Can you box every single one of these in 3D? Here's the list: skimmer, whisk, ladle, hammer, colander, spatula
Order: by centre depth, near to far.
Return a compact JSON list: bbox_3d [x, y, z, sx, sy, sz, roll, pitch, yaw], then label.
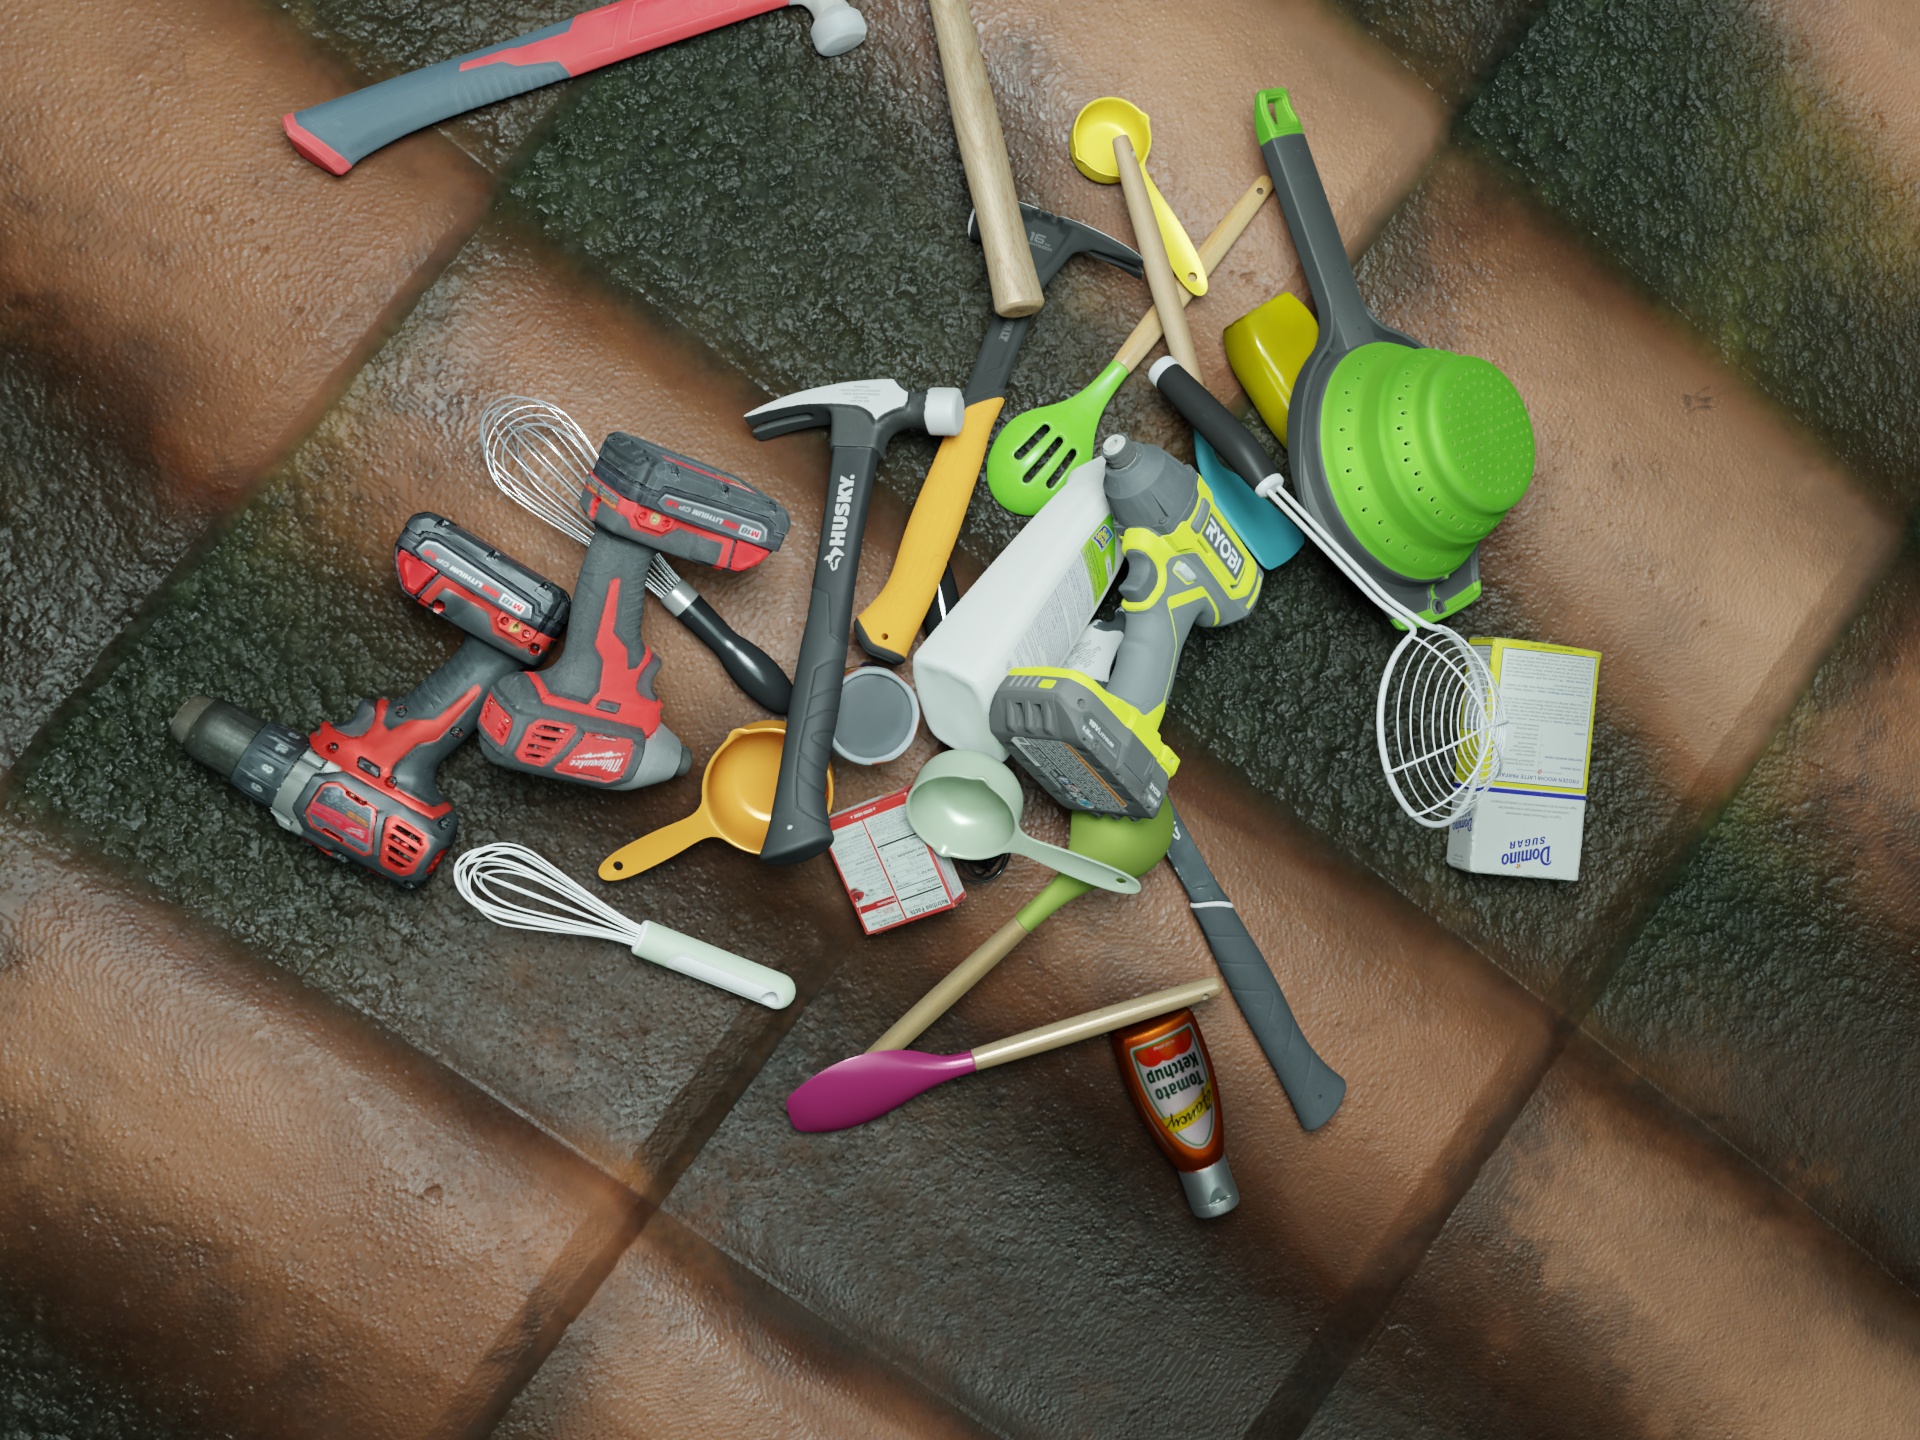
[{"bbox_3d":[-0.091,-0.069,1.039,0.146,0.035,0.335,4,73,13],"label":"hammer"},{"bbox_3d":[0.229,-0.094,1.060,0.127,0.090,0.364,-17,61,-42],"label":"skimmer"},{"bbox_3d":[-0.266,-0.465,1.065,0.386,0.038,0.143,-23,94,-10],"label":"hammer"},{"bbox_3d":[-0.214,-0.106,1.075,0.070,0.070,0.284,-46,103,-7],"label":"whisk"},{"bbox_3d":[-0.225,0.144,1.079,0.246,0.059,0.057,24,124,-14],"label":"whisk"},{"bbox_3d":[0.002,-0.438,1.086,0.130,0.031,0.331,-11,86,-24],"label":"hammer"},{"bbox_3d":[0.013,-0.195,1.103,0.127,0.034,0.337,21,85,6],"label":"hammer"},{"bbox_3d":[0.305,-0.266,1.111,0.204,0.094,0.397,-22,94,-35],"label":"colander"},{"bbox_3d":[0.023,0.156,1.114,0.320,0.062,0.078,-43,103,7],"label":"ladle"},{"bbox_3d":[-0.003,-0.003,1.121,0.055,0.055,0.239,-9,88,-11],"label":"whisk"},{"bbox_3d":[0.169,-0.260,1.129,0.082,0.044,0.317,-34,109,-51],"label":"spatula"},{"bbox_3d":[0.169,0.120,1.158,0.149,0.036,0.409,-30,96,-8],"label":"hammer"}]

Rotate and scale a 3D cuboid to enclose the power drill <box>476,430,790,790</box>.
[{"bbox_3d":[-0.202,-0.058,1.012,0.143,0.079,0.219,17,103,-41],"label":"power drill"}]

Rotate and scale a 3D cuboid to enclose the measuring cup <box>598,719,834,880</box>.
[{"bbox_3d":[-0.167,0.062,1.089,0.173,0.052,0.095,-26,100,6],"label":"measuring cup"}]

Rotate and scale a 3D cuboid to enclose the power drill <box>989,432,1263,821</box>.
[{"bbox_3d":[0.110,-0.063,1.046,0.171,0.080,0.223,45,61,-39],"label":"power drill"}]

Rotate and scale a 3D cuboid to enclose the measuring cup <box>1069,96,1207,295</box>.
[{"bbox_3d":[0.131,-0.372,1.144,0.062,0.029,0.156,-32,96,-8],"label":"measuring cup"}]

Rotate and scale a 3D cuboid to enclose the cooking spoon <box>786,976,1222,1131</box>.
[{"bbox_3d":[0.034,0.232,1.121,0.319,0.017,0.068,-16,127,-7],"label":"cooking spoon"}]

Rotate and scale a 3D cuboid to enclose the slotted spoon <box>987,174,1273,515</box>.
[{"bbox_3d":[0.129,-0.276,1.149,0.070,0.031,0.314,39,82,-8],"label":"slotted spoon"}]

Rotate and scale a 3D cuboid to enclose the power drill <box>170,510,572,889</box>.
[{"bbox_3d":[-0.378,-0.025,1.033,0.188,0.080,0.227,32,88,-9],"label":"power drill"}]

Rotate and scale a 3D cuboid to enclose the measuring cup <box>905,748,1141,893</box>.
[{"bbox_3d":[0.046,0.071,1.062,0.167,0.083,0.038,23,43,-4],"label":"measuring cup"}]
